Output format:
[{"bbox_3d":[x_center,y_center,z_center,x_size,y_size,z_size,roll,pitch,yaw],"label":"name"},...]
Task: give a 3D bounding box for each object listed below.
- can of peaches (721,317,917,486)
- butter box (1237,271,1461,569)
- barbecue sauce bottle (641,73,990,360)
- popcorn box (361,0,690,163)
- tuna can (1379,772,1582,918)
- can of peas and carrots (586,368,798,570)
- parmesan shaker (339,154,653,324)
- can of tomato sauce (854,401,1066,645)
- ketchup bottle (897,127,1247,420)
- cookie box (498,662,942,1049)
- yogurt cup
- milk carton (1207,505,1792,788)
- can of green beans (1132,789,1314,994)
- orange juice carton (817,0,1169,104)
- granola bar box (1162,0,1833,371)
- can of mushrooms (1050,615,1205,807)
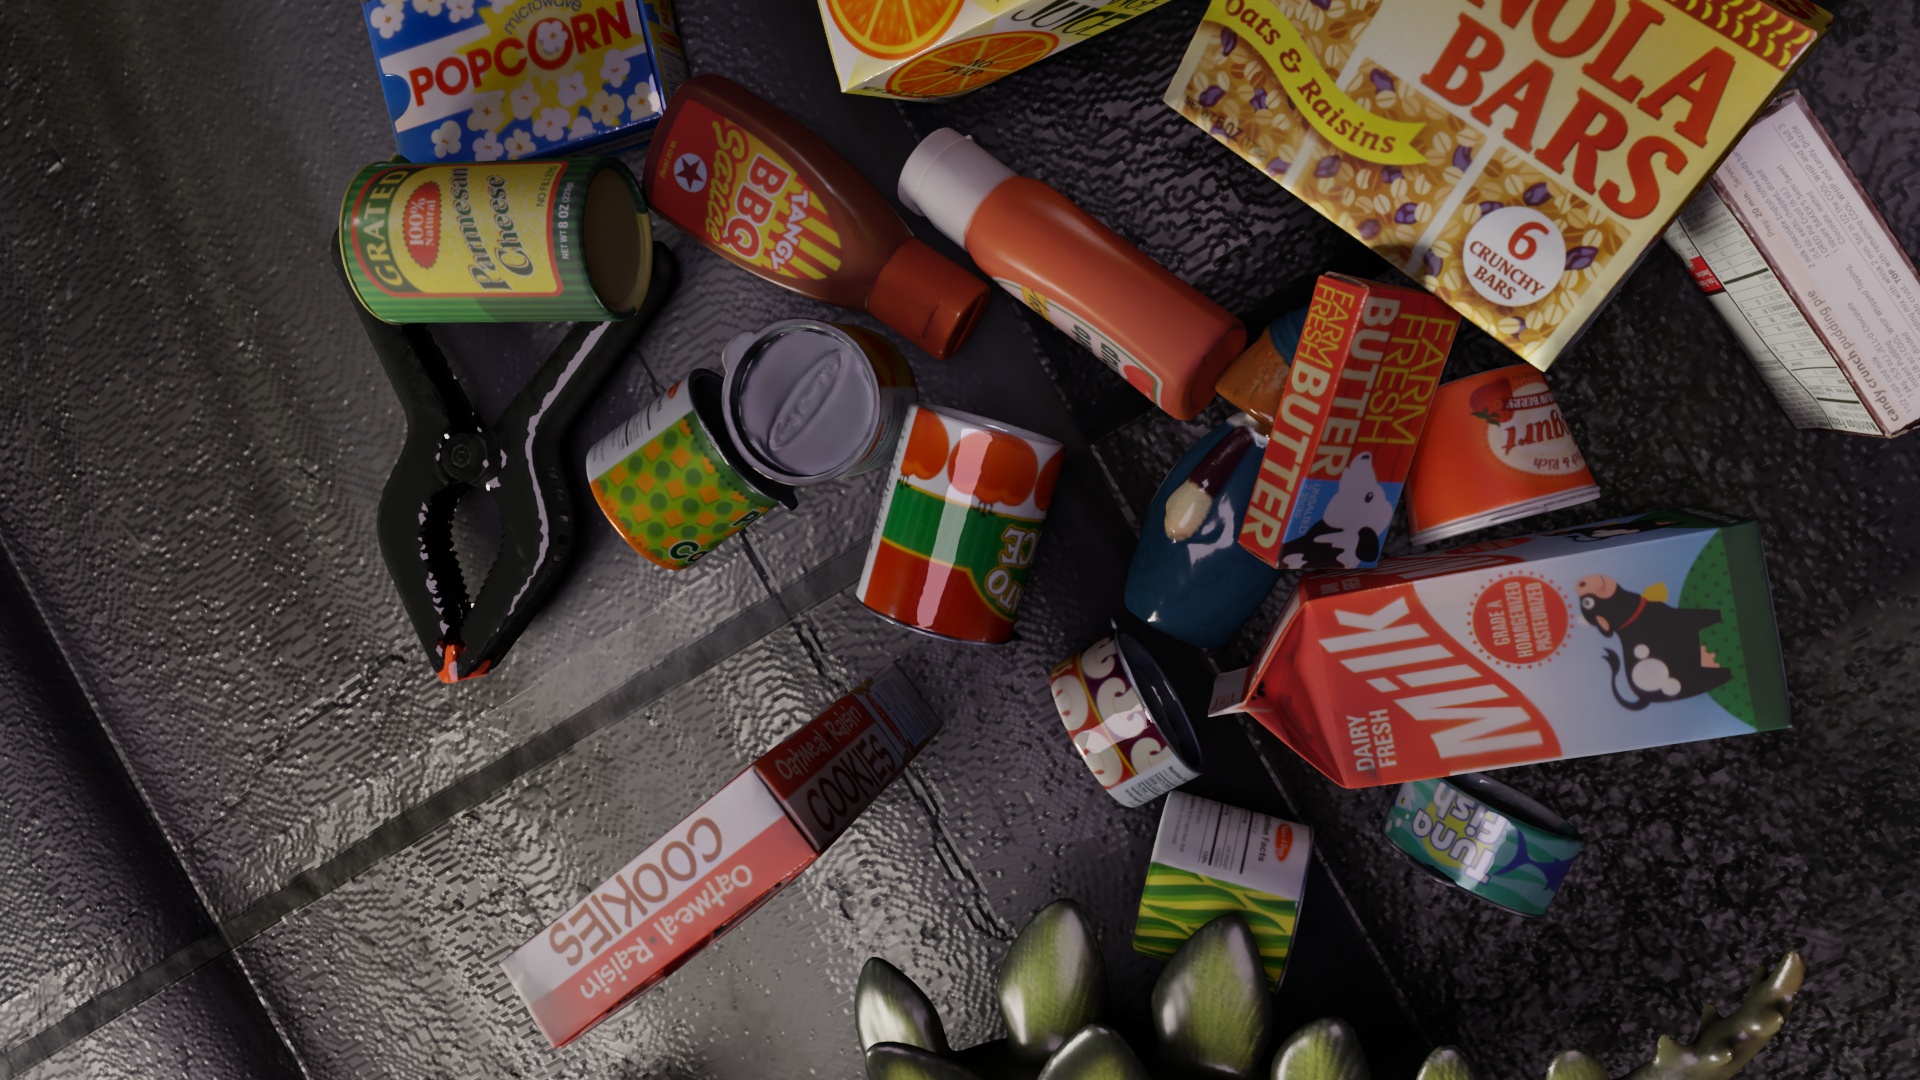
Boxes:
[{"bbox_3d":[-0.058,-0.059,0.572,0.071,0.058,0.071,1,96,14],"label":"can of peaches"},{"bbox_3d":[0.138,-0.041,0.491,0.024,0.053,0.103,39,122,51],"label":"butter box"},{"bbox_3d":[-0.058,-0.128,0.571,0.148,0.044,0.064,34,122,8],"label":"barbecue sauce bottle"},{"bbox_3d":[-0.183,-0.204,0.598,0.126,0.038,0.085,-12,94,14],"label":"popcorn box"},{"bbox_3d":[0.194,0.110,0.522,0.071,0.071,0.032,24,99,10],"label":"tuna can"},{"bbox_3d":[-0.112,-0.027,0.583,0.058,0.071,0.071,-33,87,15],"label":"can of peas and carrots"},{"bbox_3d":[-0.186,-0.124,0.564,0.103,0.071,0.071,1,96,12],"label":"parmesan shaker"},{"bbox_3d":[0.002,-0.007,0.558,0.071,0.071,0.083,17,98,11],"label":"can of tomato sauce"},{"bbox_3d":[0.041,-0.108,0.544,0.149,0.064,0.043,40,94,16],"label":"ketchup bottle"},{"bbox_3d":[-0.082,0.114,0.536,0.122,0.168,0.040,-39,87,14],"label":"cookie box"},{"bbox_3d":[0.193,-0.032,0.513,0.072,0.072,0.054,-16,84,14],"label":"yogurt cup"},{"bbox_3d":[0.188,0.042,0.516,0.190,0.072,0.073,-11,93,14],"label":"milk carton"},{"bbox_3d":[0.103,0.138,0.548,0.058,0.071,0.071,13,98,12],"label":"can of green beans"},{"bbox_3d":[0.041,-0.225,0.494,0.192,0.072,0.073,-13,93,35],"label":"orange juice carton"},{"bbox_3d":[0.164,-0.154,0.452,0.166,0.039,0.123,42,131,18],"label":"granola bar box"},{"bbox_3d":[0.065,0.068,0.551,0.033,0.071,0.071,-32,88,15],"label":"can of mushrooms"}]
